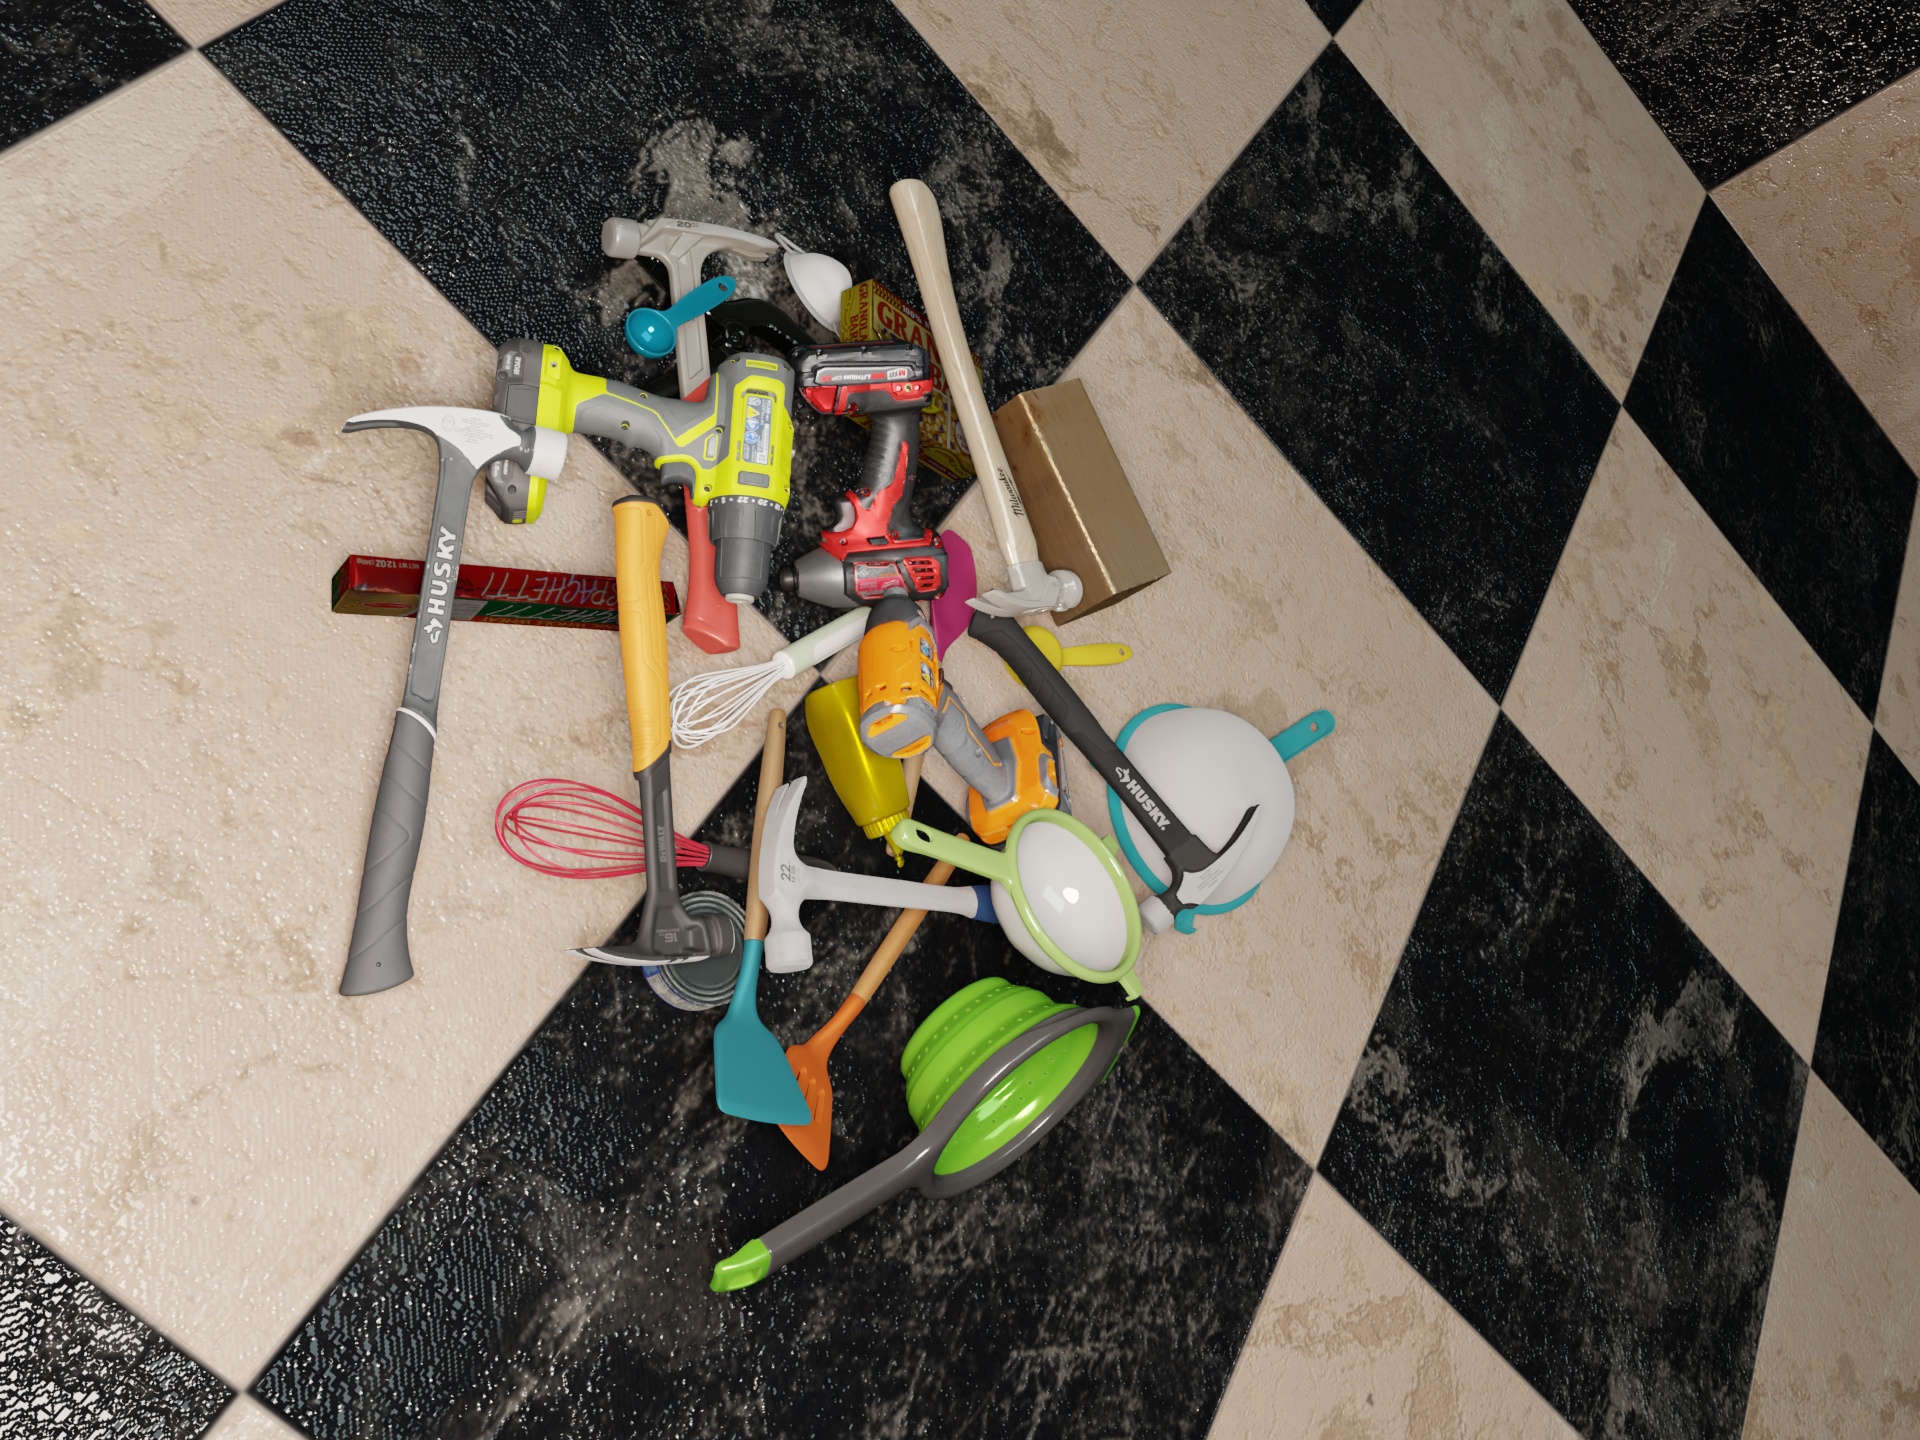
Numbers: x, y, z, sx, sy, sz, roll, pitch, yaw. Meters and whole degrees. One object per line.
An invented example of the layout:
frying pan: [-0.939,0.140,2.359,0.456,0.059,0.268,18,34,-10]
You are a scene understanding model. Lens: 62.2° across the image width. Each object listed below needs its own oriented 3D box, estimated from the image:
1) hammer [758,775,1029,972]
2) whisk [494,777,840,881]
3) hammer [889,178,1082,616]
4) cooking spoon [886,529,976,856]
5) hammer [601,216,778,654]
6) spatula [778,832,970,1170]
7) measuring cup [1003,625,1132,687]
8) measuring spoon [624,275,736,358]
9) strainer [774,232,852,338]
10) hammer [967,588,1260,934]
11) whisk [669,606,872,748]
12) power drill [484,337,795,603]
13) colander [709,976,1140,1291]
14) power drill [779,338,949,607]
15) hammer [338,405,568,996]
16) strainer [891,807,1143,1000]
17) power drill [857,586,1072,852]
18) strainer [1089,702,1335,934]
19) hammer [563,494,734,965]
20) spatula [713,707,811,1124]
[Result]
hammer: [0.001,0.140,1.292,0.405,0.035,0.144,13,63,-44]
whisk: [-0.209,0.097,1.190,0.295,0.073,0.073,16,64,-38]
hammer: [0.002,-0.290,1.421,0.146,0.038,0.411,-9,80,-55]
cooking spoon: [-0.029,-0.029,1.392,0.068,0.017,0.319,37,53,-42]
hammer: [-0.204,-0.233,1.299,0.149,0.037,0.359,-2,81,-34]
spatula: [-0.063,0.204,1.264,0.081,0.041,0.323,57,47,-26]
measuring cup: [0.109,-0.064,1.500,0.156,0.029,0.062,-6,76,-35]
measuring spoon: [-0.224,-0.325,1.278,0.042,0.021,0.129,49,49,-8]
strainer: [-0.097,-0.332,1.443,0.258,0.050,0.087,67,25,-4]
hammer: [0.125,0.018,1.425,0.146,0.035,0.335,-39,87,-11]
whisk: [-0.149,-0.042,1.293,0.246,0.059,0.057,-34,133,-44]
power drill: [-0.241,-0.194,1.214,0.228,0.080,0.190,6,82,-16]
colander: [-0.039,0.292,1.189,0.397,0.204,0.095,-21,55,-38]
power drill: [-0.086,-0.202,1.328,0.143,0.079,0.219,-6,108,-11]
hammer: [-0.369,-0.019,1.075,0.149,0.036,0.409,11,79,-27]
strainer: [0.033,0.134,1.248,0.256,0.069,0.152,24,45,-35]
power drill: [-0.002,-0.004,1.317,0.226,0.084,0.164,42,31,-38]
strainer: [0.291,0.050,1.549,0.340,0.095,0.211,-27,90,-38]
hammer: [-0.227,0.004,1.128,0.127,0.034,0.337,4,77,-49]
spatula: [-0.142,0.137,1.180,0.082,0.044,0.318,21,62,-39]
